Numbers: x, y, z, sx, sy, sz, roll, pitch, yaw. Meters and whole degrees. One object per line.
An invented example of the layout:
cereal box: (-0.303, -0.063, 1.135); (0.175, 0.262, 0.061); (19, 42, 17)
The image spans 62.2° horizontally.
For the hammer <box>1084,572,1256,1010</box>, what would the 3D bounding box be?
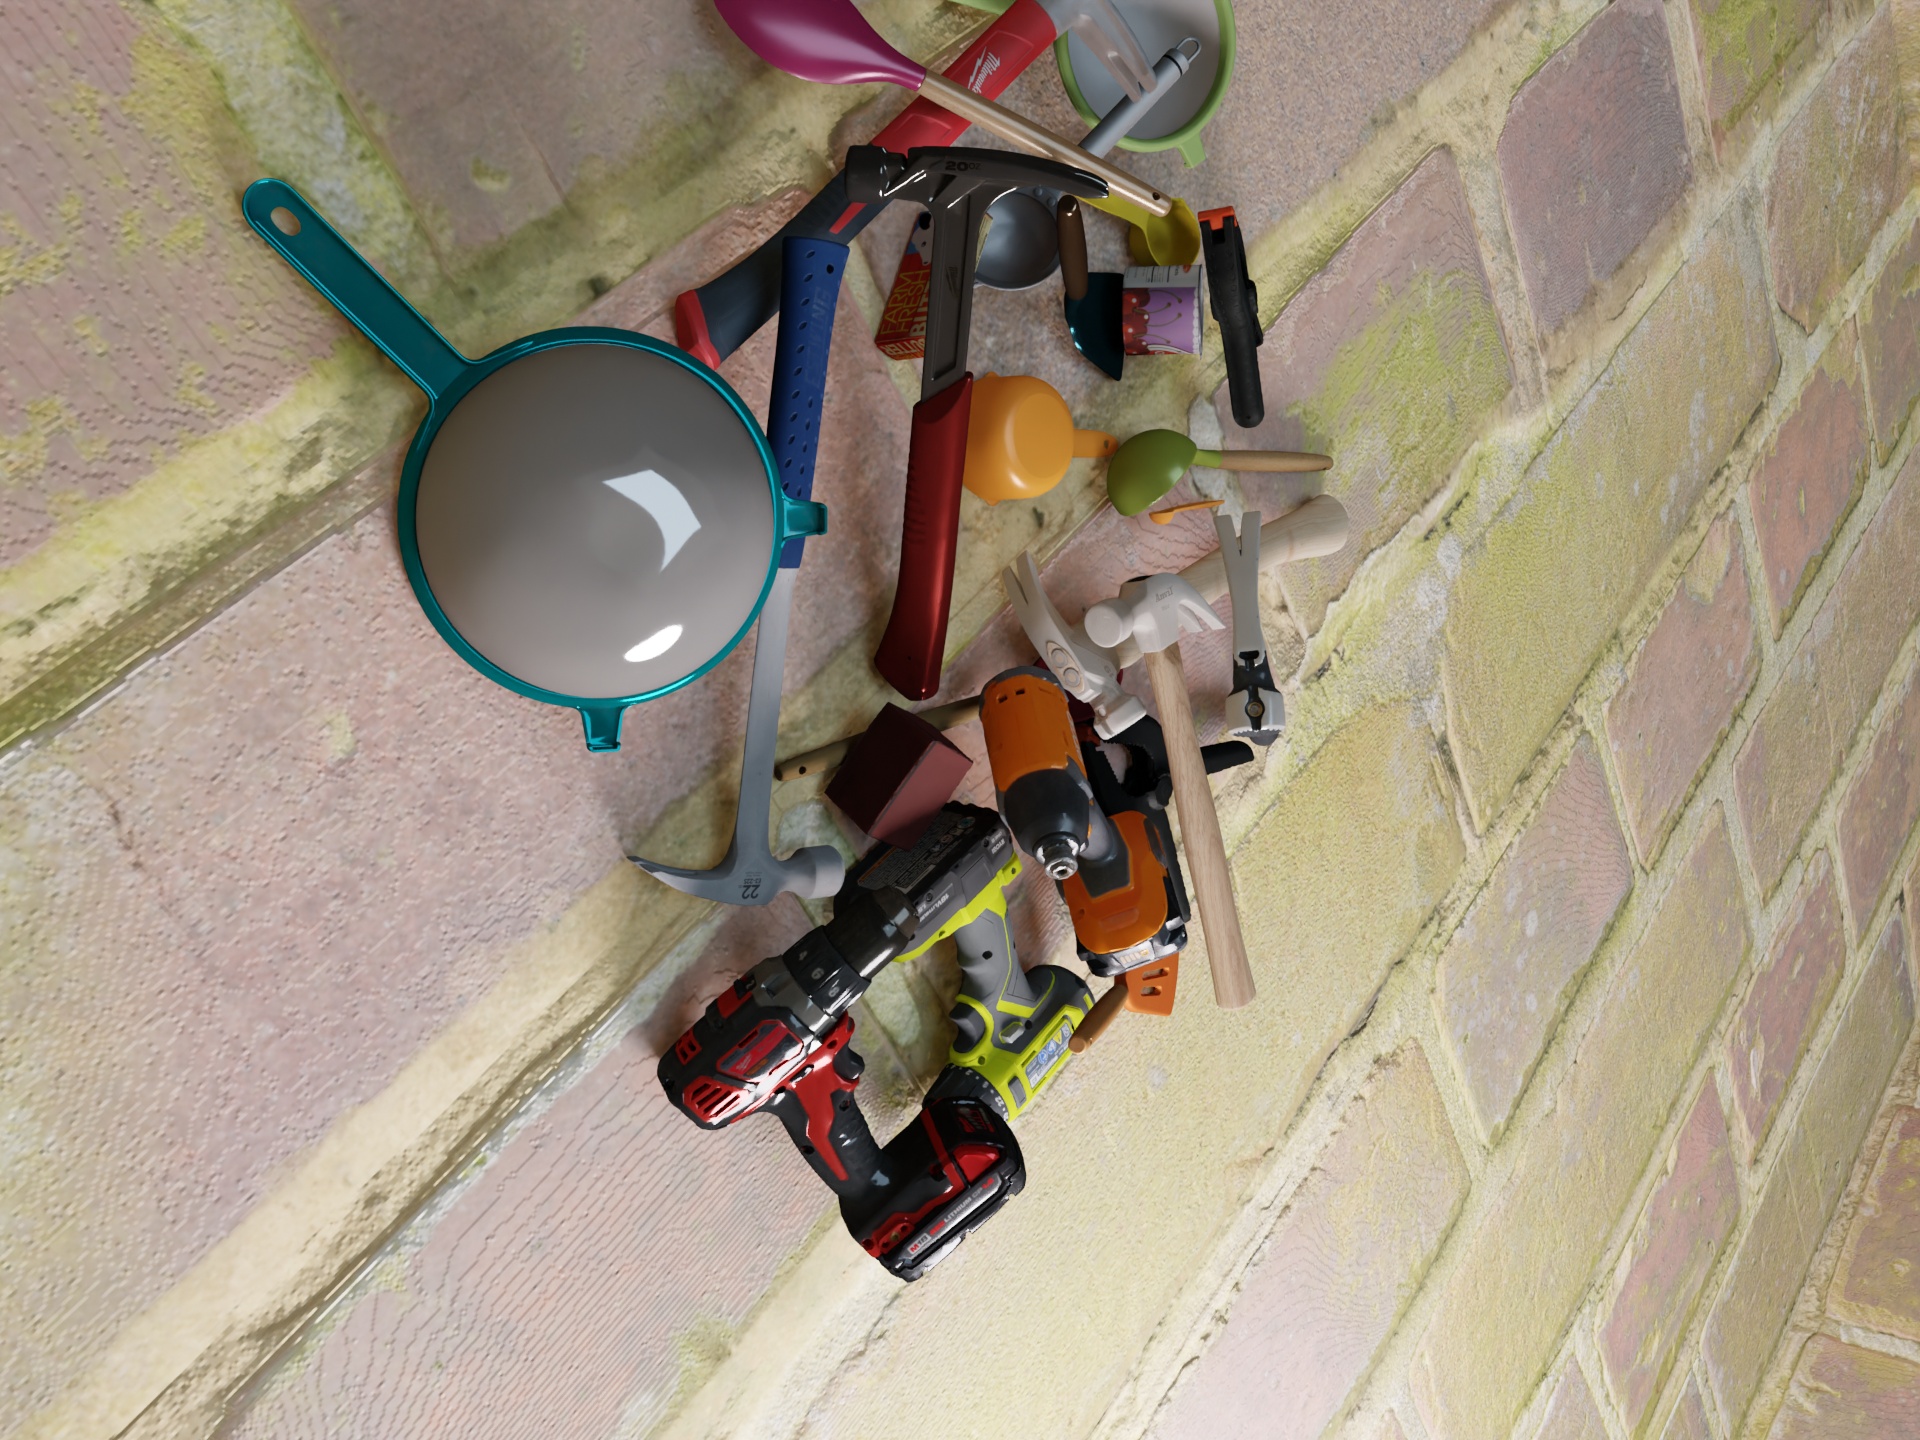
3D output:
hammer: (0.169, 0.054, 1.148); (0.130, 0.031, 0.331); (-31, 112, -47)

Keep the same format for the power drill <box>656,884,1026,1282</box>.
power drill: (-0.054, 0.226, 1.008); (0.188, 0.080, 0.226); (-42, 113, 0)

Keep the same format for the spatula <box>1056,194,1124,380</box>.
spatula: (0.089, -0.301, 1.076); (0.317, 0.044, 0.082); (-8, 100, -84)

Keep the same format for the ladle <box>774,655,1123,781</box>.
ladle: (-0.002, -0.004, 1.125); (0.315, 0.031, 0.069); (-18, 110, -39)

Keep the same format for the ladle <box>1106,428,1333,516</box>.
ladle: (0.227, -0.203, 1.304); (0.320, 0.078, 0.062); (-9, 74, -48)

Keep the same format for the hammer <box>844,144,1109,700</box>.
hammer: (-0.005, -0.169, 0.988); (0.037, 0.149, 0.358); (-82, 178, -56)

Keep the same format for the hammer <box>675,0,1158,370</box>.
hammer: (-0.030, -0.344, 1.006); (0.143, 0.038, 0.386); (45, 71, -15)

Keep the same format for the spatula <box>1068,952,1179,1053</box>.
spatula: (0.124, 0.210, 1.192); (0.322, 0.041, 0.081); (-4, 99, -76)

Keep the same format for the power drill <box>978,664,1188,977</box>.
power drill: (0.086, 0.087, 1.119); (0.164, 0.084, 0.226); (-100, 163, -44)

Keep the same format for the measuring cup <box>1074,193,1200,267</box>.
measuring cup: (0.116, -0.385, 1.203); (0.156, 0.029, 0.062); (18, 82, -32)

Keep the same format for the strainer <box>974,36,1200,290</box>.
strainer: (0.079, -0.381, 1.106); (0.258, 0.087, 0.050); (-47, 171, -3)

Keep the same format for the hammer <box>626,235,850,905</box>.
hammer: (-0.115, -0.083, 0.962); (0.144, 0.035, 0.405); (-1, 103, -39)

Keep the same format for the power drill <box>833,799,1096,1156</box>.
power drill: (-0.002, 0.191, 1.113); (0.190, 0.080, 0.228); (-42, 124, -34)

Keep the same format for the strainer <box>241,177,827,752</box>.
strainer: (-0.225, -0.142, 0.815); (0.211, 0.095, 0.340); (-47, 116, -6)

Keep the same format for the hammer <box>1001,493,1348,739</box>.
hammer: (0.195, -0.122, 1.275); (0.410, 0.038, 0.146); (-30, 85, -44)

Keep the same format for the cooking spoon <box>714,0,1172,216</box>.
cooking spoon: (-0.002, -0.387, 0.989); (0.318, 0.017, 0.069); (19, 80, -22)

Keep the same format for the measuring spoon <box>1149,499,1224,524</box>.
measuring spoon: (0.184, -0.167, 1.276); (0.117, 0.021, 0.011); (-20, 108, -54)

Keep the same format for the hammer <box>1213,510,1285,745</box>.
hammer: (0.219, -0.036, 1.184); (0.408, 0.036, 0.149); (36, 49, -75)

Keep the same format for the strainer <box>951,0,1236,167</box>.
strainer: (0.074, -0.492, 1.128); (0.256, 0.069, 0.151); (4, 102, -27)

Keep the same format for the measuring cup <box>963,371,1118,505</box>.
measuring cup: (0.071, -0.204, 1.153); (0.173, 0.052, 0.095); (-6, 99, -42)
